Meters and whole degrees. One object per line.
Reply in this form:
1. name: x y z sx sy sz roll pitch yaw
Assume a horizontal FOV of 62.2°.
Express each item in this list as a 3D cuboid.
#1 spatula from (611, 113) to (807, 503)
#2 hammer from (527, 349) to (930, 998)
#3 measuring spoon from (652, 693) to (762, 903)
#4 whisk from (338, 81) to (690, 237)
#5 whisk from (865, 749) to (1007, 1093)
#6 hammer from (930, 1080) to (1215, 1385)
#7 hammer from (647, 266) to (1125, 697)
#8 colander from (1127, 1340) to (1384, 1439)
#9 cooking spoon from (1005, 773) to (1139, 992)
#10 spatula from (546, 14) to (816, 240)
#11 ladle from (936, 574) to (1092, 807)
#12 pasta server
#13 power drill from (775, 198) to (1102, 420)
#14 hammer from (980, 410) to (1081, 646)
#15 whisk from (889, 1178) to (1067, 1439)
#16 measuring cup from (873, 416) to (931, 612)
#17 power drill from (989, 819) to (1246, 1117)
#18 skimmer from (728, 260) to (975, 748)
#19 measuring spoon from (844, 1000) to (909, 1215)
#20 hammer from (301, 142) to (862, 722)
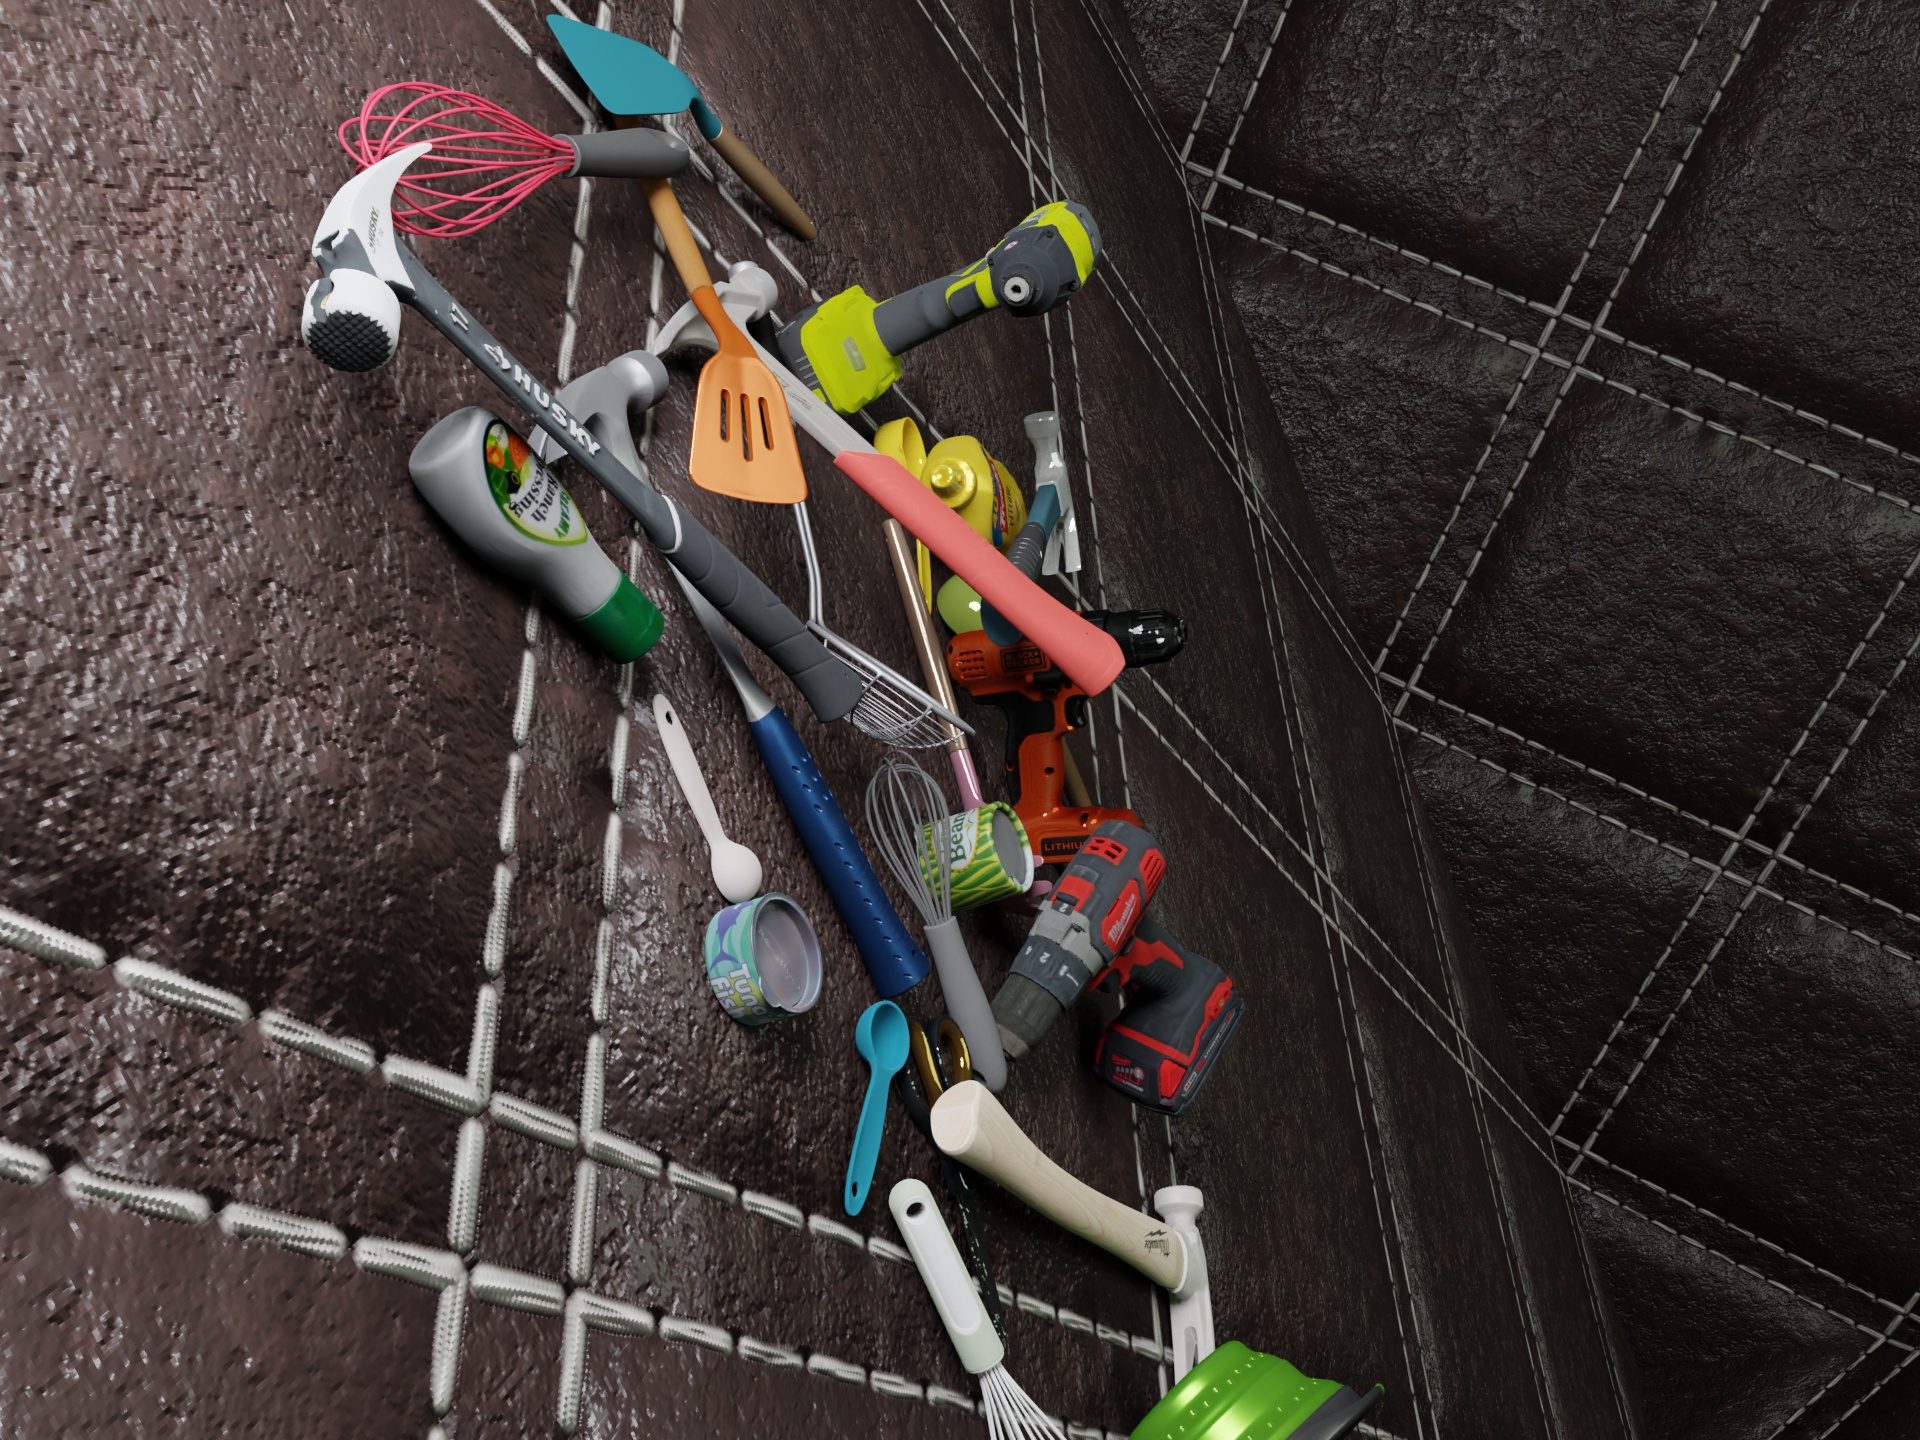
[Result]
1. spatula: -0.167 -0.266 0.959 0.081 0.041 0.323 2 53 -42
2. hammer: -0.123 -0.011 0.918 0.405 0.035 0.144 64 24 -16
3. measuring spoon: -0.137 0.041 0.869 0.124 0.018 0.034 67 24 -6
4. whisk: -0.226 -0.304 0.861 0.073 0.073 0.296 66 27 -11
5. whisk: -0.011 0.134 1.043 0.055 0.055 0.239 -31 104 -66
6. hammer: 0.088 0.345 1.085 0.410 0.038 0.146 46 35 -48
7. hammer: -0.039 -0.138 1.016 0.359 0.036 0.149 41 40 -9
8. colander: 0.126 0.495 1.002 0.095 0.204 0.397 44 30 27
9. cooking spoon: 0.115 0.158 1.330 0.318 0.017 0.069 58 26 -28
10. spatula: -0.169 -0.389 1.091 0.082 0.044 0.317 57 11 14
11. ladle: 0.065 0.014 1.317 0.078 0.062 0.319 -69 141 -53
12. pasta server: -0.002 -0.004 1.175 0.040 0.060 0.316 -12 78 -23
13. power drill: -0.017 -0.289 1.124 0.080 0.223 0.171 62 25 -19
14. hammer: 0.055 -0.138 1.232 0.331 0.033 0.128 -68 148 -63
15. whisk: 0.017 0.377 0.919 0.246 0.058 0.059 65 -11 -2
16. measuring cup: -0.043 -0.154 1.227 0.062 0.029 0.156 2 83 -73
17. power drill: 0.110 0.203 1.162 0.188 0.080 0.226 -54 135 -20
18. skimmer: -0.078 -0.149 1.049 0.127 0.090 0.363 29 45 -71
19. measuring spoon: -0.057 0.223 0.917 0.042 0.021 0.129 49 41 -40
20. hammer: -0.164 -0.115 0.807 0.408 0.036 0.149 47 26 -48
